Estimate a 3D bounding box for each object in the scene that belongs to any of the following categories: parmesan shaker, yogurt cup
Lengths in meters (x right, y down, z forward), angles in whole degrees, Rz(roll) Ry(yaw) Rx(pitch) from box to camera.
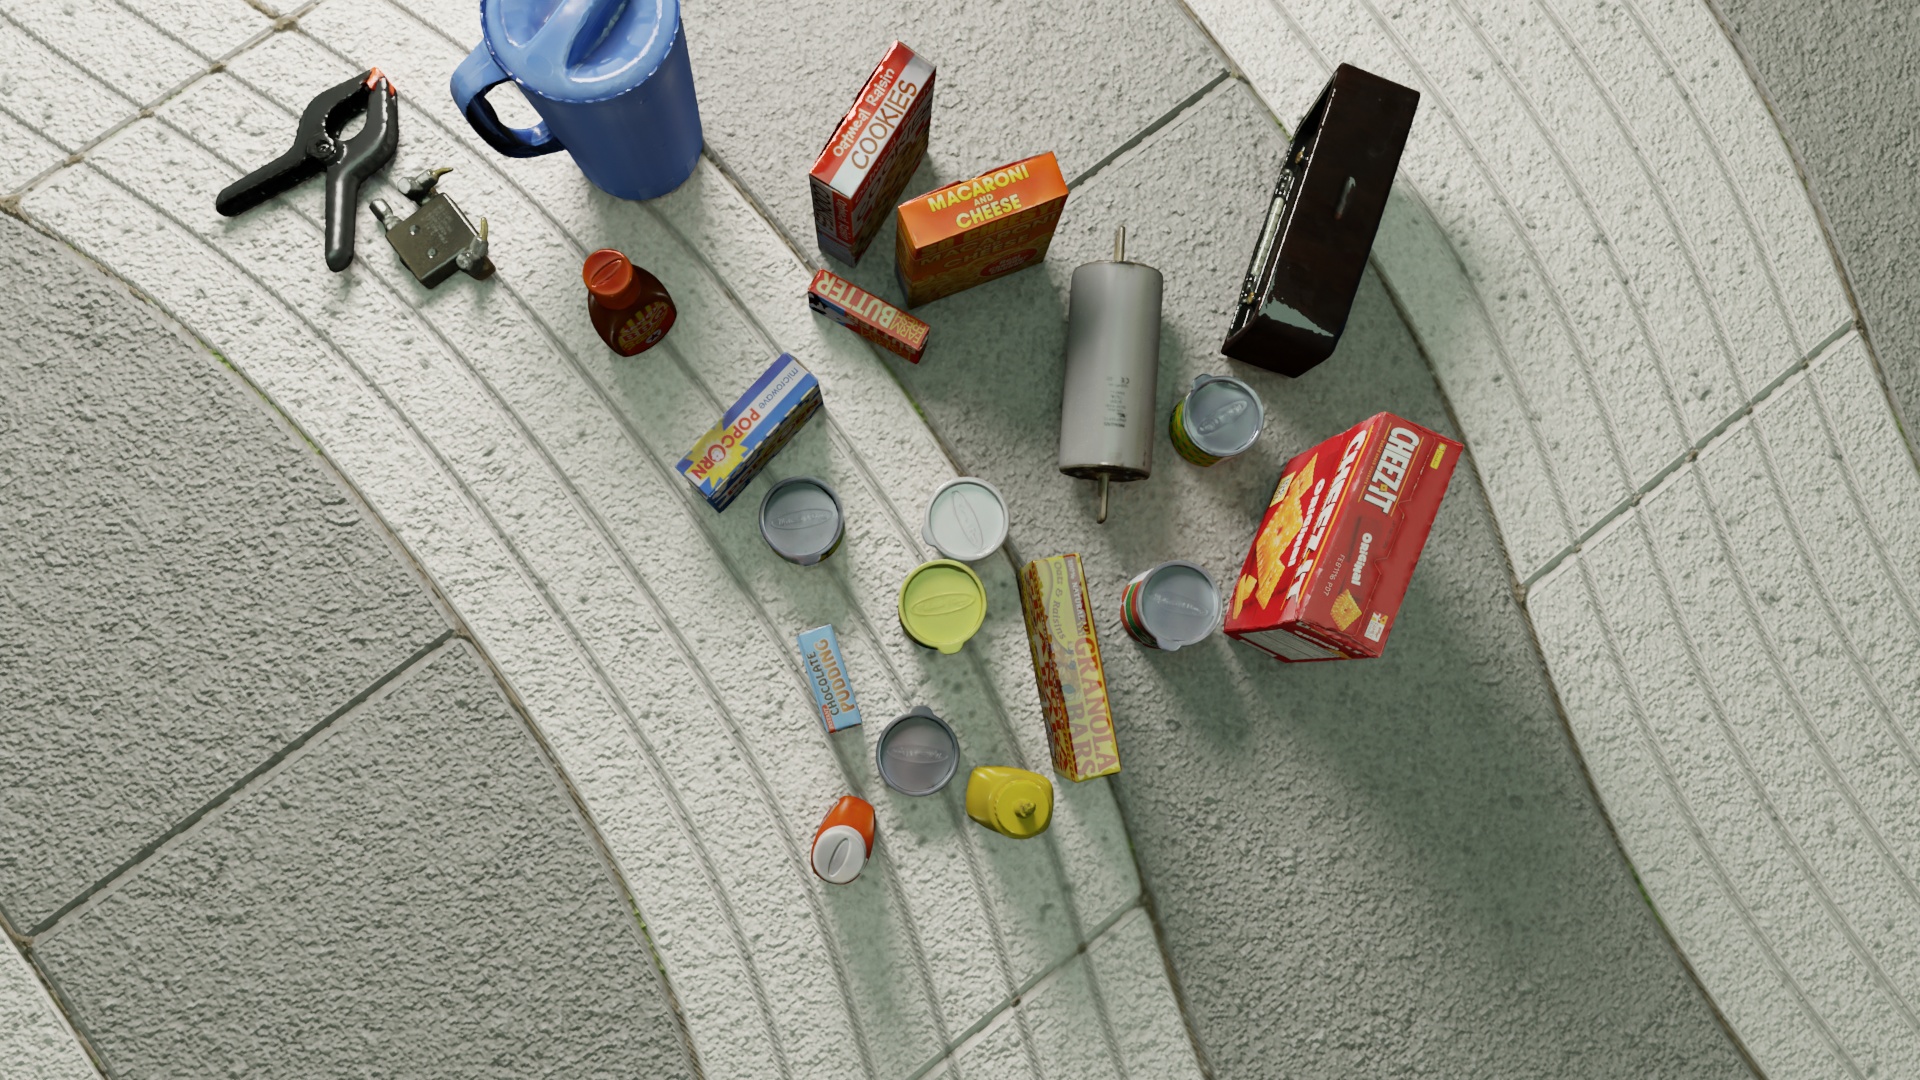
[{"bbox_3d":[-0.016,0.055,1.081,0.071,0.103,0.071,0,84,-4],"label":"parmesan shaker"},{"bbox_3d":[0.004,-0.014,1.115,0.072,0.054,0.072,0,83,-4],"label":"yogurt cup"}]

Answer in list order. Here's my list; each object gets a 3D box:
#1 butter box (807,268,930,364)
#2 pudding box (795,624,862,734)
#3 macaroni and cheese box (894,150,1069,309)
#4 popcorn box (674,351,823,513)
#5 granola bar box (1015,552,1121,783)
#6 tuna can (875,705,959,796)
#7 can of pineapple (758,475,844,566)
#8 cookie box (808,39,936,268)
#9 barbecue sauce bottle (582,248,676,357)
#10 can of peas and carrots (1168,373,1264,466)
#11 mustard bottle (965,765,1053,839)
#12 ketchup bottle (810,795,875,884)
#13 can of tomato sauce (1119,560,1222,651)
[{"bbox_3d":[-0.074,-0.182,1.130,0.103,0.053,0.024,28,83,0],"label":"butter box"},{"bbox_3d":[-0.103,0.109,1.095,0.030,0.049,0.083,-18,85,-5],"label":"pudding box"},{"bbox_3d":[0.011,-0.239,1.086,0.124,0.166,0.040,-21,86,-6],"label":"macaroni and cheese box"},{"bbox_3d":[-0.164,-0.084,1.097,0.038,0.085,0.127,42,83,2],"label":"popcorn box"},{"bbox_3d":[0.082,0.098,1.071,0.039,0.124,0.165,-10,84,-5],"label":"granola bar box"},{"bbox_3d":[-0.034,0.166,1.101,0.071,0.033,0.071,0,83,-4],"label":"tuna can"},{"bbox_3d":[-0.126,-0.013,1.104,0.071,0.058,0.071,0,83,-4],"label":"can of pineapple"},{"bbox_3d":[-0.069,-0.297,1.087,0.040,0.167,0.123,31,83,0],"label":"cookie box"},{"bbox_3d":[-0.259,-0.186,1.071,0.065,0.148,0.043,-41,88,-7],"label":"barbecue sauce bottle"},{"bbox_3d":[0.207,-0.098,1.136,0.071,0.058,0.071,0,83,-4],"label":"can of peas and carrots"},{"bbox_3d":[0.040,0.196,1.038,0.065,0.160,0.049,7,83,-3],"label":"mustard bottle"},{"bbox_3d":[-0.087,0.227,1.032,0.043,0.148,0.065,23,83,-1],"label":"ketchup bottle"},{"bbox_3d":[0.165,0.054,1.102,0.071,0.083,0.071,0,84,-4],"label":"can of tomato sauce"}]
